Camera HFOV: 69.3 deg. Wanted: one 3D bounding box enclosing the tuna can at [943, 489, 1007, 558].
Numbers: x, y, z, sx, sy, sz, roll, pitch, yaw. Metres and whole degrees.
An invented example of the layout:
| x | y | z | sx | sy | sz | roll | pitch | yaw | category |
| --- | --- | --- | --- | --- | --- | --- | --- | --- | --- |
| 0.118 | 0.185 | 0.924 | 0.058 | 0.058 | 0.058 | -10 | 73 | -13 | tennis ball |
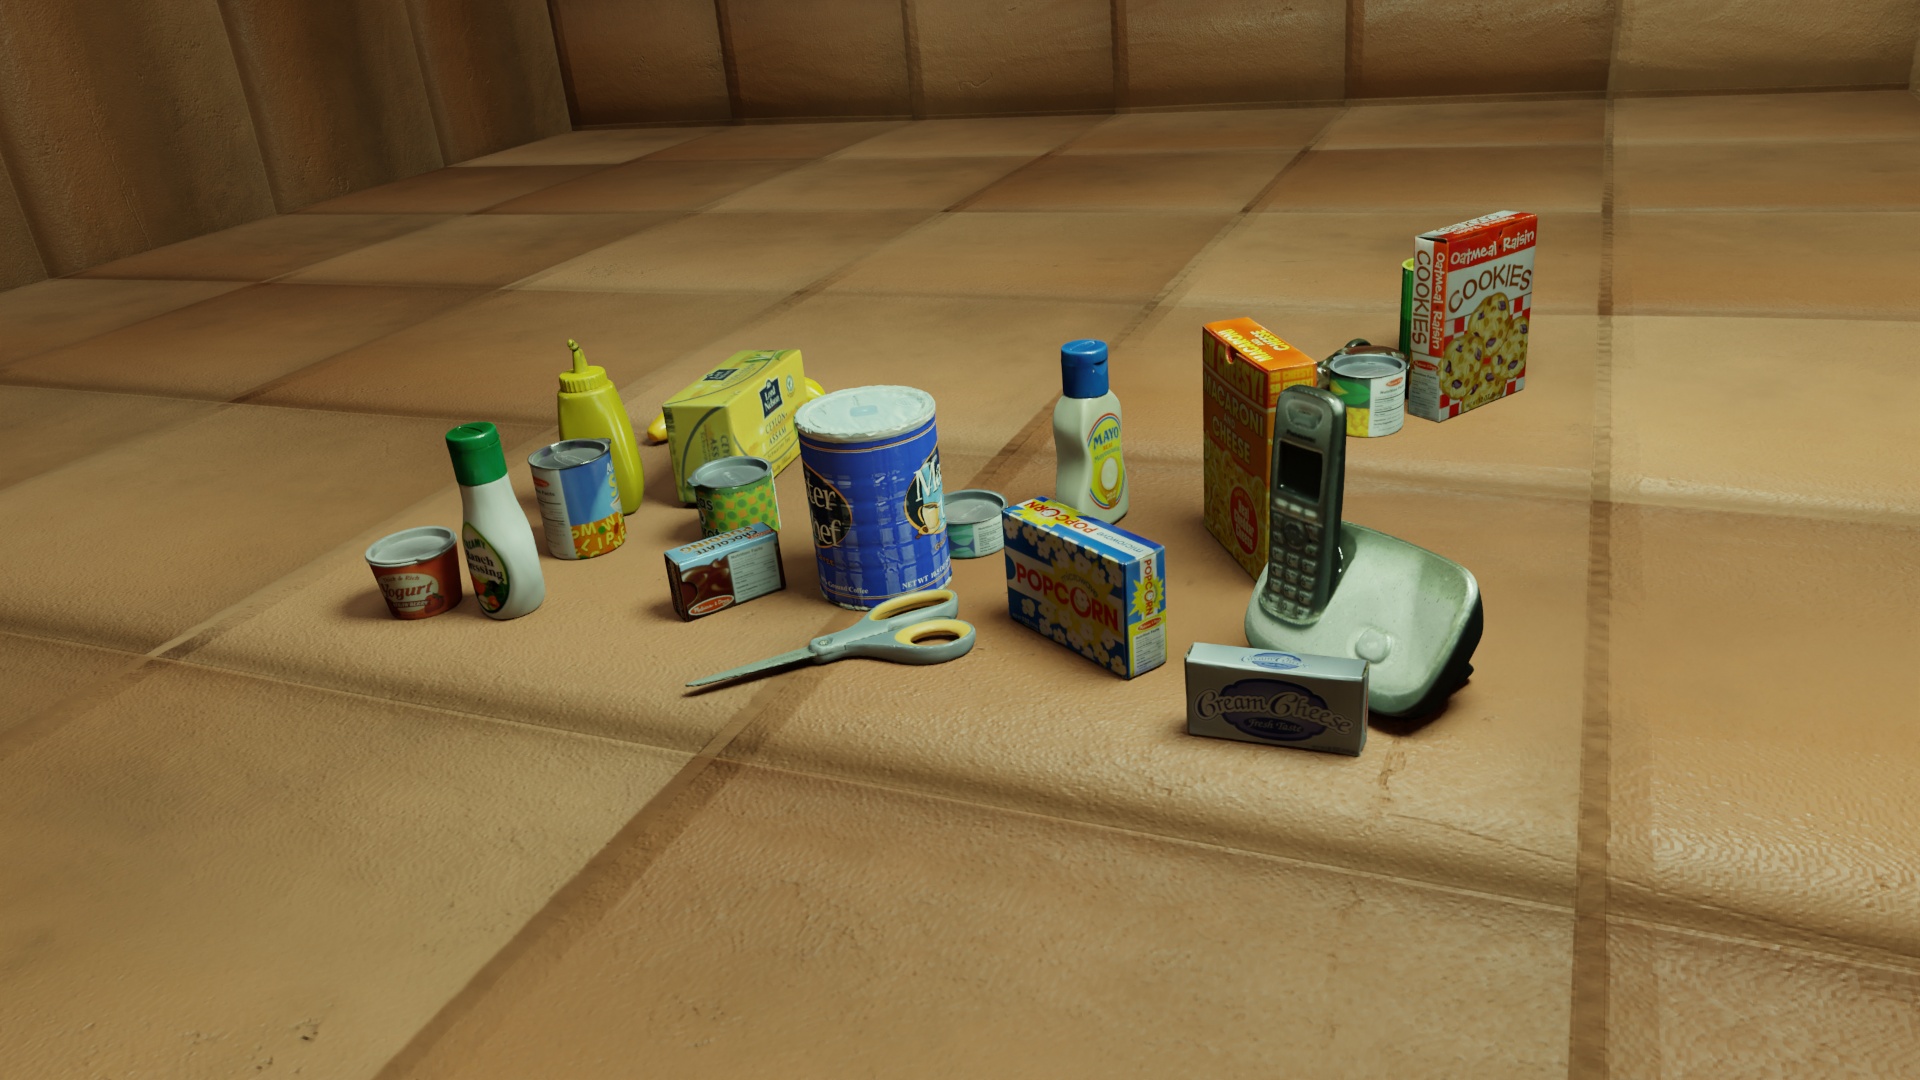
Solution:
| x | y | z | sx | sy | sz | roll | pitch | yaw | category |
| --- | --- | --- | --- | --- | --- | --- | --- | --- | --- |
| 0.004 | -0.014 | 1.104 | 0.071 | 0.032 | 0.071 | -5 | 25 | 2 | tuna can |

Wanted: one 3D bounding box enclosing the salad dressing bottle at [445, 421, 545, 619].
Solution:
| x | y | z | sx | sy | sz | roll | pitch | yaw | category |
| --- | --- | --- | --- | --- | --- | --- | --- | --- | --- |
| -0.352 | -0.015 | 1.044 | 0.064 | 0.147 | 0.044 | 14 | 31 | 36 | salad dressing bottle |

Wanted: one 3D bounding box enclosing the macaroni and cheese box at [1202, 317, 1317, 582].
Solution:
| x | y | z | sx | sy | sz | roll | pitch | yaw | category |
| --- | --- | --- | --- | --- | --- | --- | --- | --- | --- |
| 0.215 | -0.065 | 1.011 | 0.040 | 0.165 | 0.124 | -10 | 25 | -9 | macaroni and cheese box |

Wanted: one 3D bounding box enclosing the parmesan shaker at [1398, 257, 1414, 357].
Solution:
| x | y | z | sx | sy | sz | roll | pitch | yaw | category |
| --- | --- | --- | --- | --- | --- | --- | --- | --- | --- |
| 0.473 | -0.225 | 1.379 | 0.071 | 0.102 | 0.071 | -5 | 24 | 2 | parmesan shaker |

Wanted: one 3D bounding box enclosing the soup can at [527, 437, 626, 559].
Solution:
| x | y | z | sx | sy | sz | roll | pitch | yaw | category |
| --- | --- | --- | --- | --- | --- | --- | --- | --- | --- |
| -0.316 | -0.036 | 1.158 | 0.071 | 0.083 | 0.071 | -5 | 24 | 2 | soup can |

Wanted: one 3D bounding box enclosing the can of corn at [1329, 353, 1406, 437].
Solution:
| x | y | z | sx | sy | sz | roll | pitch | yaw | category |
| --- | --- | --- | --- | --- | --- | --- | --- | --- | --- |
| 0.365 | -0.132 | 1.253 | 0.071 | 0.058 | 0.071 | -5 | 25 | 2 | can of corn |

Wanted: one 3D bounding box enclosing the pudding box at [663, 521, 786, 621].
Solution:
| x | y | z | sx | sy | sz | roll | pitch | yaw | category |
| --- | --- | --- | --- | --- | --- | --- | --- | --- | --- |
| -0.177 | 0.022 | 1.044 | 0.084 | 0.049 | 0.030 | -20 | 28 | -28 | pudding box |

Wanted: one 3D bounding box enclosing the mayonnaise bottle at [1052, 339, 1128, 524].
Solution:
| x | y | z | sx | sy | sz | roll | pitch | yaw | category |
| --- | --- | --- | --- | --- | --- | --- | --- | --- | --- |
| 0.101 | -0.083 | 1.095 | 0.065 | 0.147 | 0.041 | -26 | 31 | -38 | mayonnaise bottle |

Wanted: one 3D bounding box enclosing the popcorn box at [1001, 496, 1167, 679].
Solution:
| x | y | z | sx | sy | sz | roll | pitch | yaw | category |
| --- | --- | --- | --- | --- | --- | --- | --- | --- | --- |
| 0.082 | 0.029 | 0.932 | 0.038 | 0.085 | 0.127 | -21 | 29 | -31 | popcorn box |

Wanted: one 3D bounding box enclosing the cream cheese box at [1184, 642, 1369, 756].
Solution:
| x | y | z | sx | sy | sz | roll | pitch | yaw | category |
| --- | --- | --- | --- | --- | --- | --- | --- | --- | --- |
| 0.184 | 0.092 | 0.812 | 0.104 | 0.053 | 0.024 | 5 | 26 | 22 | cream cheese box |

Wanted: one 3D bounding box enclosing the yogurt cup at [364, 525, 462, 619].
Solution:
| x | y | z | sx | sy | sz | roll | pitch | yaw | category |
| --- | --- | --- | --- | --- | --- | --- | --- | --- | --- |
| -0.422 | 0.026 | 1.083 | 0.072 | 0.053 | 0.073 | -5 | 25 | 2 | yogurt cup |

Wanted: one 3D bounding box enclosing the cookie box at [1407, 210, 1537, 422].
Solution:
| x | y | z | sx | sy | sz | roll | pitch | yaw | category |
| --- | --- | --- | --- | --- | --- | --- | --- | --- | --- |
| 0.464 | -0.204 | 1.259 | 0.123 | 0.166 | 0.040 | -20 | 28 | -28 | cookie box |

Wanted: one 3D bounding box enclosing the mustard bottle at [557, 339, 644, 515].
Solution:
| x | y | z | sx | sy | sz | roll | pitch | yaw | category |
| --- | --- | --- | --- | --- | --- | --- | --- | --- | --- |
| -0.317 | -0.099 | 1.205 | 0.065 | 0.159 | 0.049 | -6 | 24 | -1 | mustard bottle |

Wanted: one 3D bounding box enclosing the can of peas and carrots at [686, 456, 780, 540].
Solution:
| x | y | z | sx | sy | sz | roll | pitch | yaw | category |
| --- | --- | --- | --- | --- | --- | --- | --- | --- | --- |
| -0.187 | -0.031 | 1.150 | 0.071 | 0.058 | 0.071 | -5 | 25 | 2 | can of peas and carrots |
